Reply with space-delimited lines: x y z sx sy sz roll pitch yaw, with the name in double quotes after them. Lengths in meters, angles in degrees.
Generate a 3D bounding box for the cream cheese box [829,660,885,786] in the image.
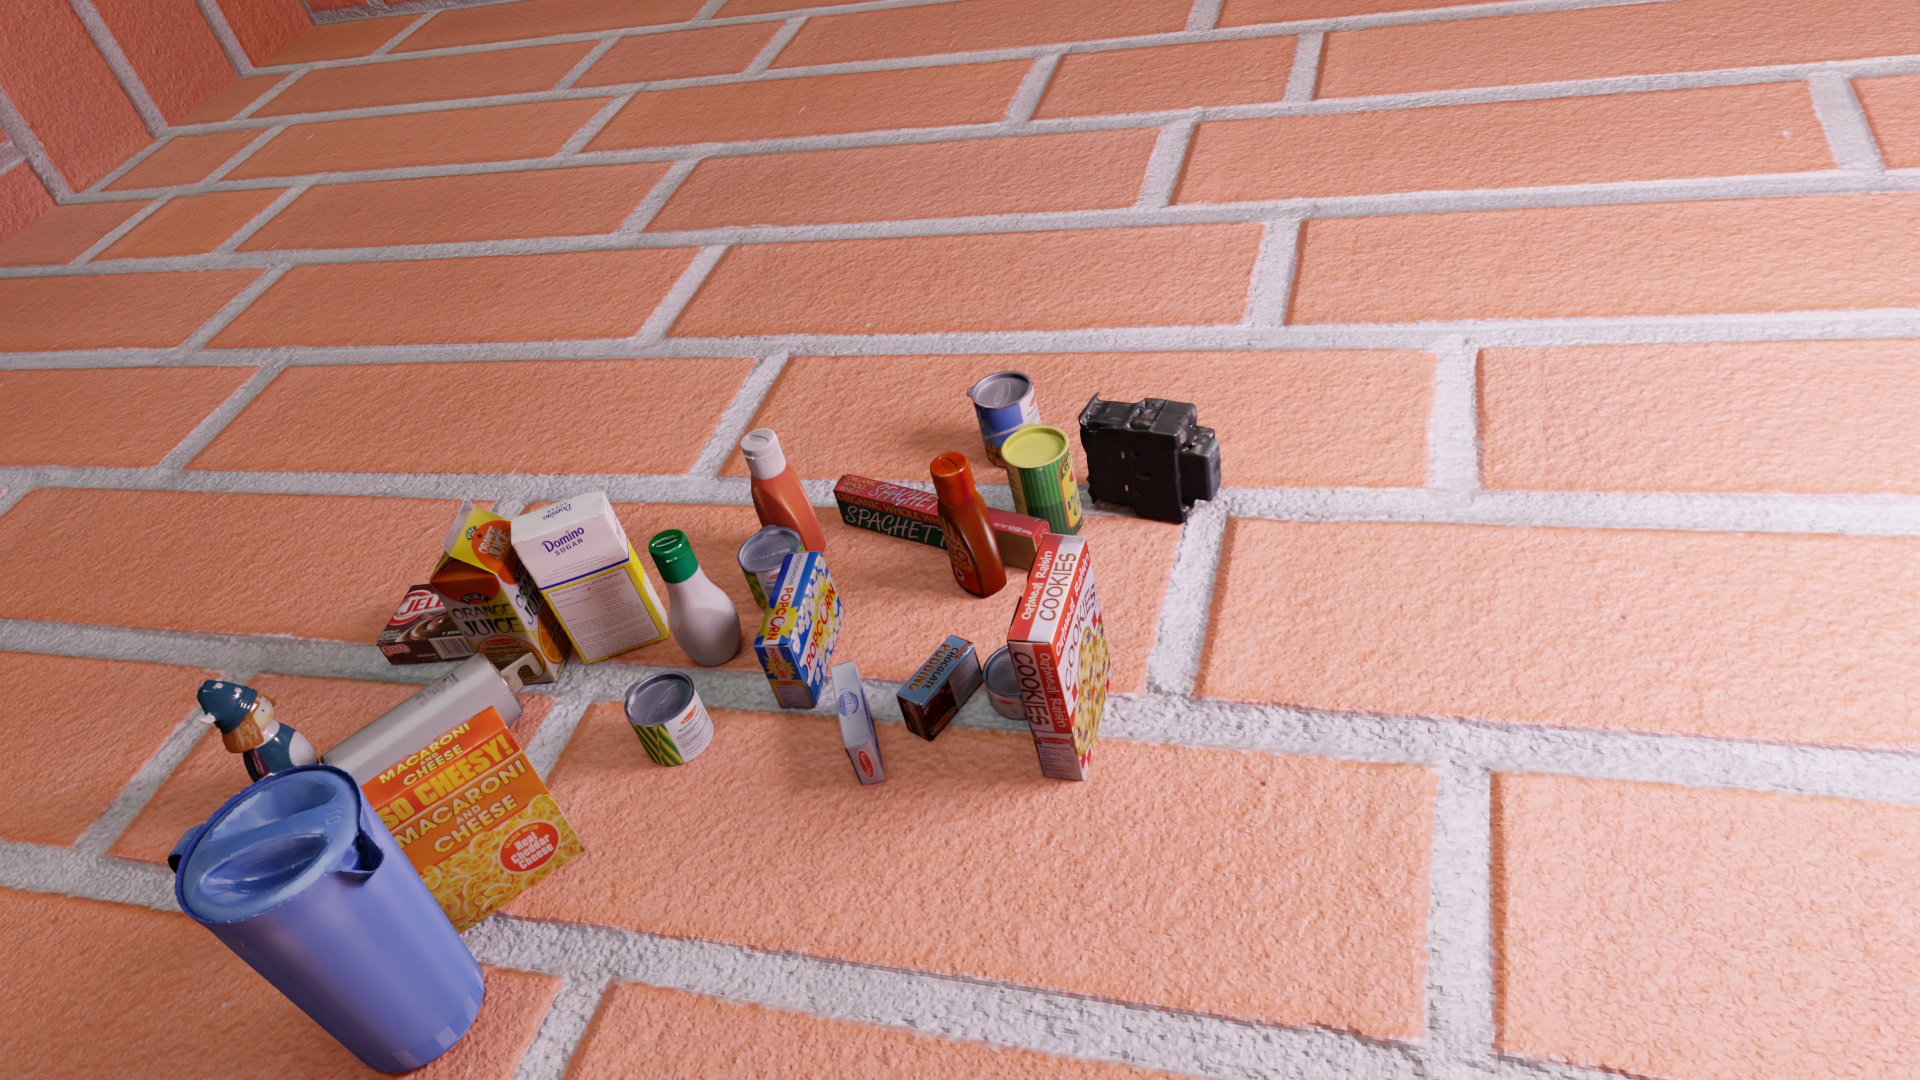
-0.091 0.160 1.218 0.024 0.053 0.104 -17 40 -1 "cream cheese box"

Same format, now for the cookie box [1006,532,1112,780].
0.084 0.096 1.147 0.040 0.166 0.123 2 43 20 "cookie box"

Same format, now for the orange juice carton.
-0.450 0.051 1.351 0.073 0.191 0.072 -6 41 11 "orange juice carton"

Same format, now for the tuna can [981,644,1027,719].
0.056 0.123 1.230 0.071 0.032 0.071 -9 40 8 "tuna can"

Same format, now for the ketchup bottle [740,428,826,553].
-0.184 -0.045 1.411 0.065 0.148 0.044 15 49 32 "ketchup bottle"

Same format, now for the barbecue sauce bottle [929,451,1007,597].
0.005 -0.017 1.318 0.044 0.147 0.065 -32 42 -18 "barbecue sauce bottle"

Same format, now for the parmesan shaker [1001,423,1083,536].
0.082 -0.055 1.374 0.071 0.102 0.072 -9 40 8 "parmesan shaker"

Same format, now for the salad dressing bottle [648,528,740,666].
-0.254 0.054 1.319 0.064 0.147 0.044 -19 40 -4 "salad dressing bottle"

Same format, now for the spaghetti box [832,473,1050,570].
-0.021 -0.019 1.407 0.250 0.050 0.029 14 48 31 "spaghetti box"

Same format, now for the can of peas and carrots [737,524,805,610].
-0.184 0.028 1.397 0.071 0.058 0.071 -9 40 8 "can of peas and carrots"

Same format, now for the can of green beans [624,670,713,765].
-0.265 0.162 1.267 0.071 0.057 0.071 -9 40 8 "can of green beans"

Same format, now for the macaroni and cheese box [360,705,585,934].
-0.401 0.232 1.145 0.124 0.165 0.040 -33 43 -20 "macaroni and cheese box"

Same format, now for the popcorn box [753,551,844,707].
-0.150 0.082 1.302 0.038 0.084 0.127 -3 41 14 "popcorn box"

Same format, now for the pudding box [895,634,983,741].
-0.017 0.130 1.232 0.030 0.049 0.084 18 50 34 "pudding box"

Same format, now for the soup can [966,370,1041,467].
0.049 -0.129 1.486 0.071 0.083 0.072 -9 40 8 "soup can"
